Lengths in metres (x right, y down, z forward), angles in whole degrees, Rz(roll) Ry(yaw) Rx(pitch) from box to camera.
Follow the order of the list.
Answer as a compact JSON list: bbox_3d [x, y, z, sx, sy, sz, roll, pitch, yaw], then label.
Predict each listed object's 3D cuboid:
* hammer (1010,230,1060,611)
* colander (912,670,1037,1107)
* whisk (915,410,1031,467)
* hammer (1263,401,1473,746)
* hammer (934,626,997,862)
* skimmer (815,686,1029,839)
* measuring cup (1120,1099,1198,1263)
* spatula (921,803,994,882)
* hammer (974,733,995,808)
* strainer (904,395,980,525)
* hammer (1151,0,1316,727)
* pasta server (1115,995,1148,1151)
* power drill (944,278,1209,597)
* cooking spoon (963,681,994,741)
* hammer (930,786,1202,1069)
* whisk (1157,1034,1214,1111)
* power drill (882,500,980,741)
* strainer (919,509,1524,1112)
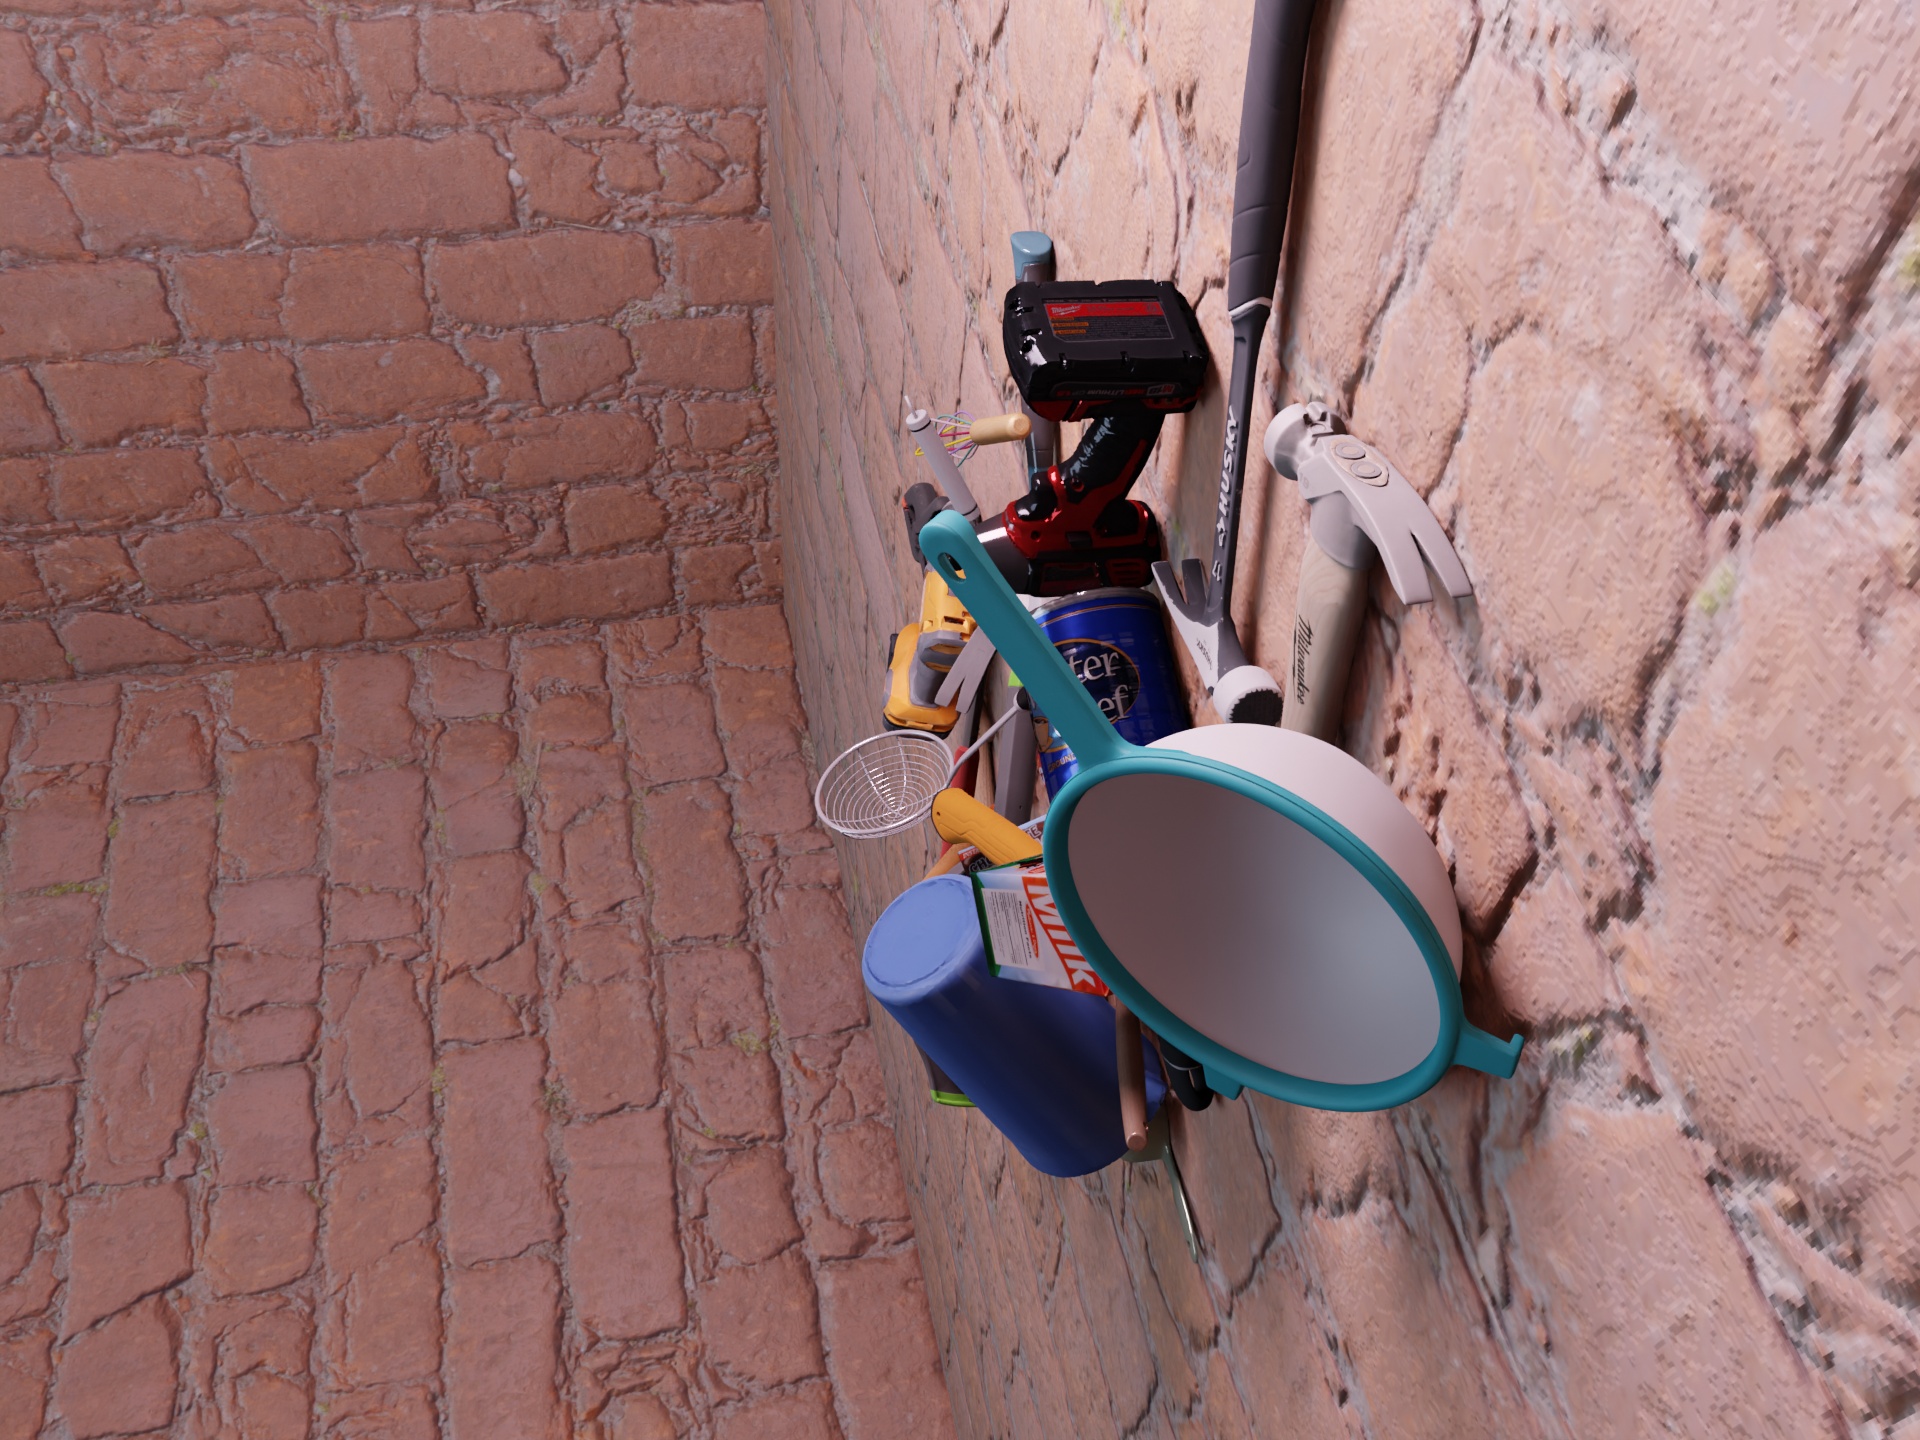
[{"bbox_3d":[0.064,-0.217,1.268,0.128,0.033,0.330,-127,31,-67],"label":"hammer"},{"bbox_3d":[0.064,0.134,1.349,0.094,0.204,0.397,1,82,44],"label":"colander"},{"bbox_3d":[0.009,-0.237,1.330,0.245,0.047,0.051,-156,60,-72],"label":"whisk"},{"bbox_3d":[0.180,0.048,0.836,0.146,0.038,0.410,-112,17,-48],"label":"hammer"},{"bbox_3d":[0.001,0.058,1.546,0.358,0.037,0.149,98,-165,-45],"label":"hammer"},{"bbox_3d":[-0.002,-0.004,1.293,0.363,0.090,0.127,-43,15,49],"label":"skimmer"},{"bbox_3d":[0.144,0.342,1.224,0.083,0.038,0.168,93,167,-45],"label":"measuring cup"},{"bbox_3d":[0.008,0.099,1.438,0.323,0.041,0.081,-45,-43,-55],"label":"spatula"},{"bbox_3d":[0.036,0.178,1.703,0.130,0.031,0.331,-164,67,-79],"label":"hammer"},{"bbox_3d":[0.013,-0.172,1.361,0.258,0.050,0.087,58,-166,-35],"label":"strainer"},{"bbox_3d":[0.149,-0.198,0.829,0.149,0.036,0.408,-111,17,-54],"label":"hammer"},{"bbox_3d":[0.111,0.213,1.111,0.060,0.040,0.316,50,-166,-11],"label":"pasta server"},{"bbox_3d":[0.068,-0.162,0.995,0.219,0.143,0.079,100,163,-51],"label":"power drill"},{"bbox_3d":[-0.005,-0.085,1.766,0.319,0.017,0.068,-109,17,-47],"label":"cooking spoon"},{"bbox_3d":[0.070,0.111,1.117,0.337,0.034,0.127,32,126,55],"label":"hammer"},{"bbox_3d":[0.127,0.128,1.120,0.073,0.073,0.296,121,135,-73],"label":"whisk"},{"bbox_3d":[-0.022,-0.101,1.623,0.226,0.084,0.185,112,165,-60],"label":"power drill"},{"bbox_3d":[0.111,0.026,0.736,0.340,0.095,0.211,52,145,-9],"label":"strainer"}]
